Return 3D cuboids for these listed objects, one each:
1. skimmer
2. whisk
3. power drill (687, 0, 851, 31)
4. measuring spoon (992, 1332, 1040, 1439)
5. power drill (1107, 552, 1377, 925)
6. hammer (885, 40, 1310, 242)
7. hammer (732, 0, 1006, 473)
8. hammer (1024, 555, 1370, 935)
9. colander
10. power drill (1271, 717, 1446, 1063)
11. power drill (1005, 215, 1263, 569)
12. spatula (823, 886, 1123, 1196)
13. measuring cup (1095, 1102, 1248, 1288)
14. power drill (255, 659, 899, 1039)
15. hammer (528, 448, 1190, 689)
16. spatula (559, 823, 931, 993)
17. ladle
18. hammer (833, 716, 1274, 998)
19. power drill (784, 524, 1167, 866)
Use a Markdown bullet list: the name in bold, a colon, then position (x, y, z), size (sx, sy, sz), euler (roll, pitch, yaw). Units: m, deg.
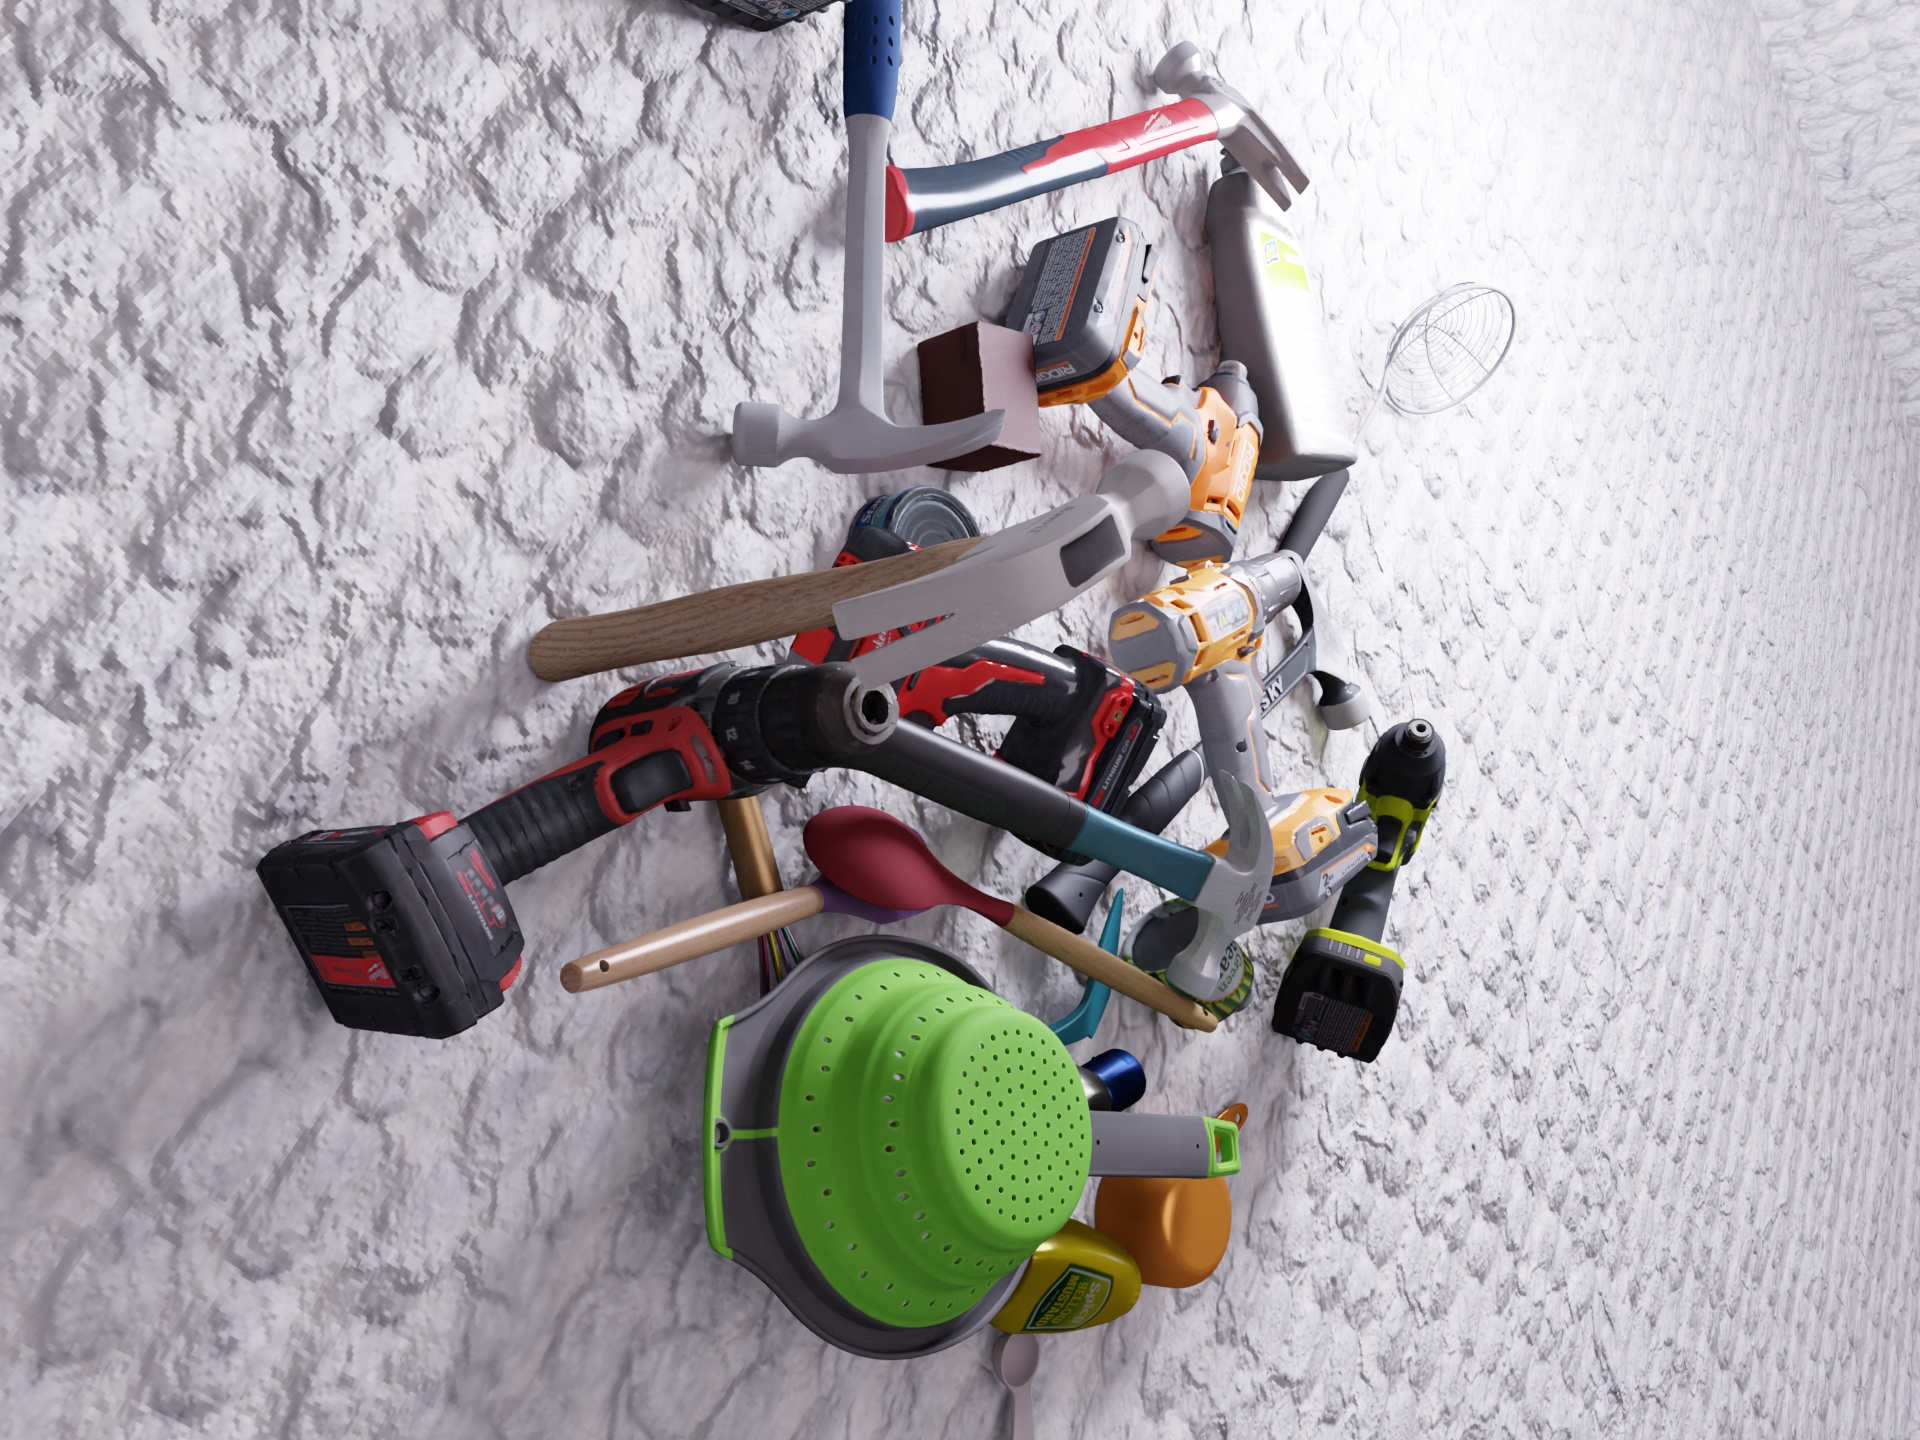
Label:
- **skimmer**: position (0.359, -0.231, 1.303), size (0.363, 0.090, 0.127), euler (-55, 153, -34)
- **whisk**: position (-0.094, 0.115, 0.810), size (0.047, 0.051, 0.245), euler (-15, 90, -57)
- **power drill**: position (-0.130, -0.493, 0.815), size (0.190, 0.080, 0.228), euler (-21, 99, -63)
- **measuring spoon**: position (0.030, 0.408, 0.912), size (0.034, 0.018, 0.124), euler (-3, 92, -47)
- **power drill**: position (0.199, 0.001, 1.061), size (0.185, 0.084, 0.226), euler (-28, 97, -46)
- **hammer**: position (0.088, -0.360, 1.047), size (0.386, 0.038, 0.143), euler (-33, 81, -41)
- **hammer**: position (-0.047, -0.326, 0.896), size (0.144, 0.035, 0.406), euler (2, 73, -6)
- **hammer**: position (0.168, 0.021, 1.101), size (0.409, 0.036, 0.149), euler (-38, 110, -43)
- **colander**: position (0.053, 0.215, 0.821), size (0.396, 0.094, 0.205), euler (16, 64, -43)
- **power drill**: position (0.296, 0.116, 1.147), size (0.171, 0.080, 0.223), euler (84, 27, -59)
- **power drill**: position (0.130, -0.228, 1.071), size (0.226, 0.084, 0.164), euler (41, 56, -40)
- **spatula**: position (0.005, 0.199, 0.900), size (0.317, 0.044, 0.082), euler (-27, 132, -38)
- **measuring cup**: position (0.159, 0.298, 1.032), size (0.173, 0.052, 0.095), euler (-29, 105, -43)
- **power drill**: position (-0.148, 0.037, 0.659), size (0.227, 0.188, 0.080), euler (-33, 107, -40)
- **hammer**: position (-0.075, -0.044, 0.638), size (0.130, 0.331, 0.031), euler (-37, 112, -42)
- **spatula**: position (-0.087, 0.090, 0.774), size (0.316, 0.018, 0.060), euler (-11, 73, -64)
- **ladle**: position (0.042, 0.119, 0.888), size (0.315, 0.031, 0.069), euler (31, 29, -34)
- **hammer**: position (0.050, 0.054, 0.868), size (0.330, 0.033, 0.128), euler (24, 96, -34)
- **power drill**: position (-0.001, -0.003, 0.880), size (0.219, 0.079, 0.143), euler (25, 94, -37)
